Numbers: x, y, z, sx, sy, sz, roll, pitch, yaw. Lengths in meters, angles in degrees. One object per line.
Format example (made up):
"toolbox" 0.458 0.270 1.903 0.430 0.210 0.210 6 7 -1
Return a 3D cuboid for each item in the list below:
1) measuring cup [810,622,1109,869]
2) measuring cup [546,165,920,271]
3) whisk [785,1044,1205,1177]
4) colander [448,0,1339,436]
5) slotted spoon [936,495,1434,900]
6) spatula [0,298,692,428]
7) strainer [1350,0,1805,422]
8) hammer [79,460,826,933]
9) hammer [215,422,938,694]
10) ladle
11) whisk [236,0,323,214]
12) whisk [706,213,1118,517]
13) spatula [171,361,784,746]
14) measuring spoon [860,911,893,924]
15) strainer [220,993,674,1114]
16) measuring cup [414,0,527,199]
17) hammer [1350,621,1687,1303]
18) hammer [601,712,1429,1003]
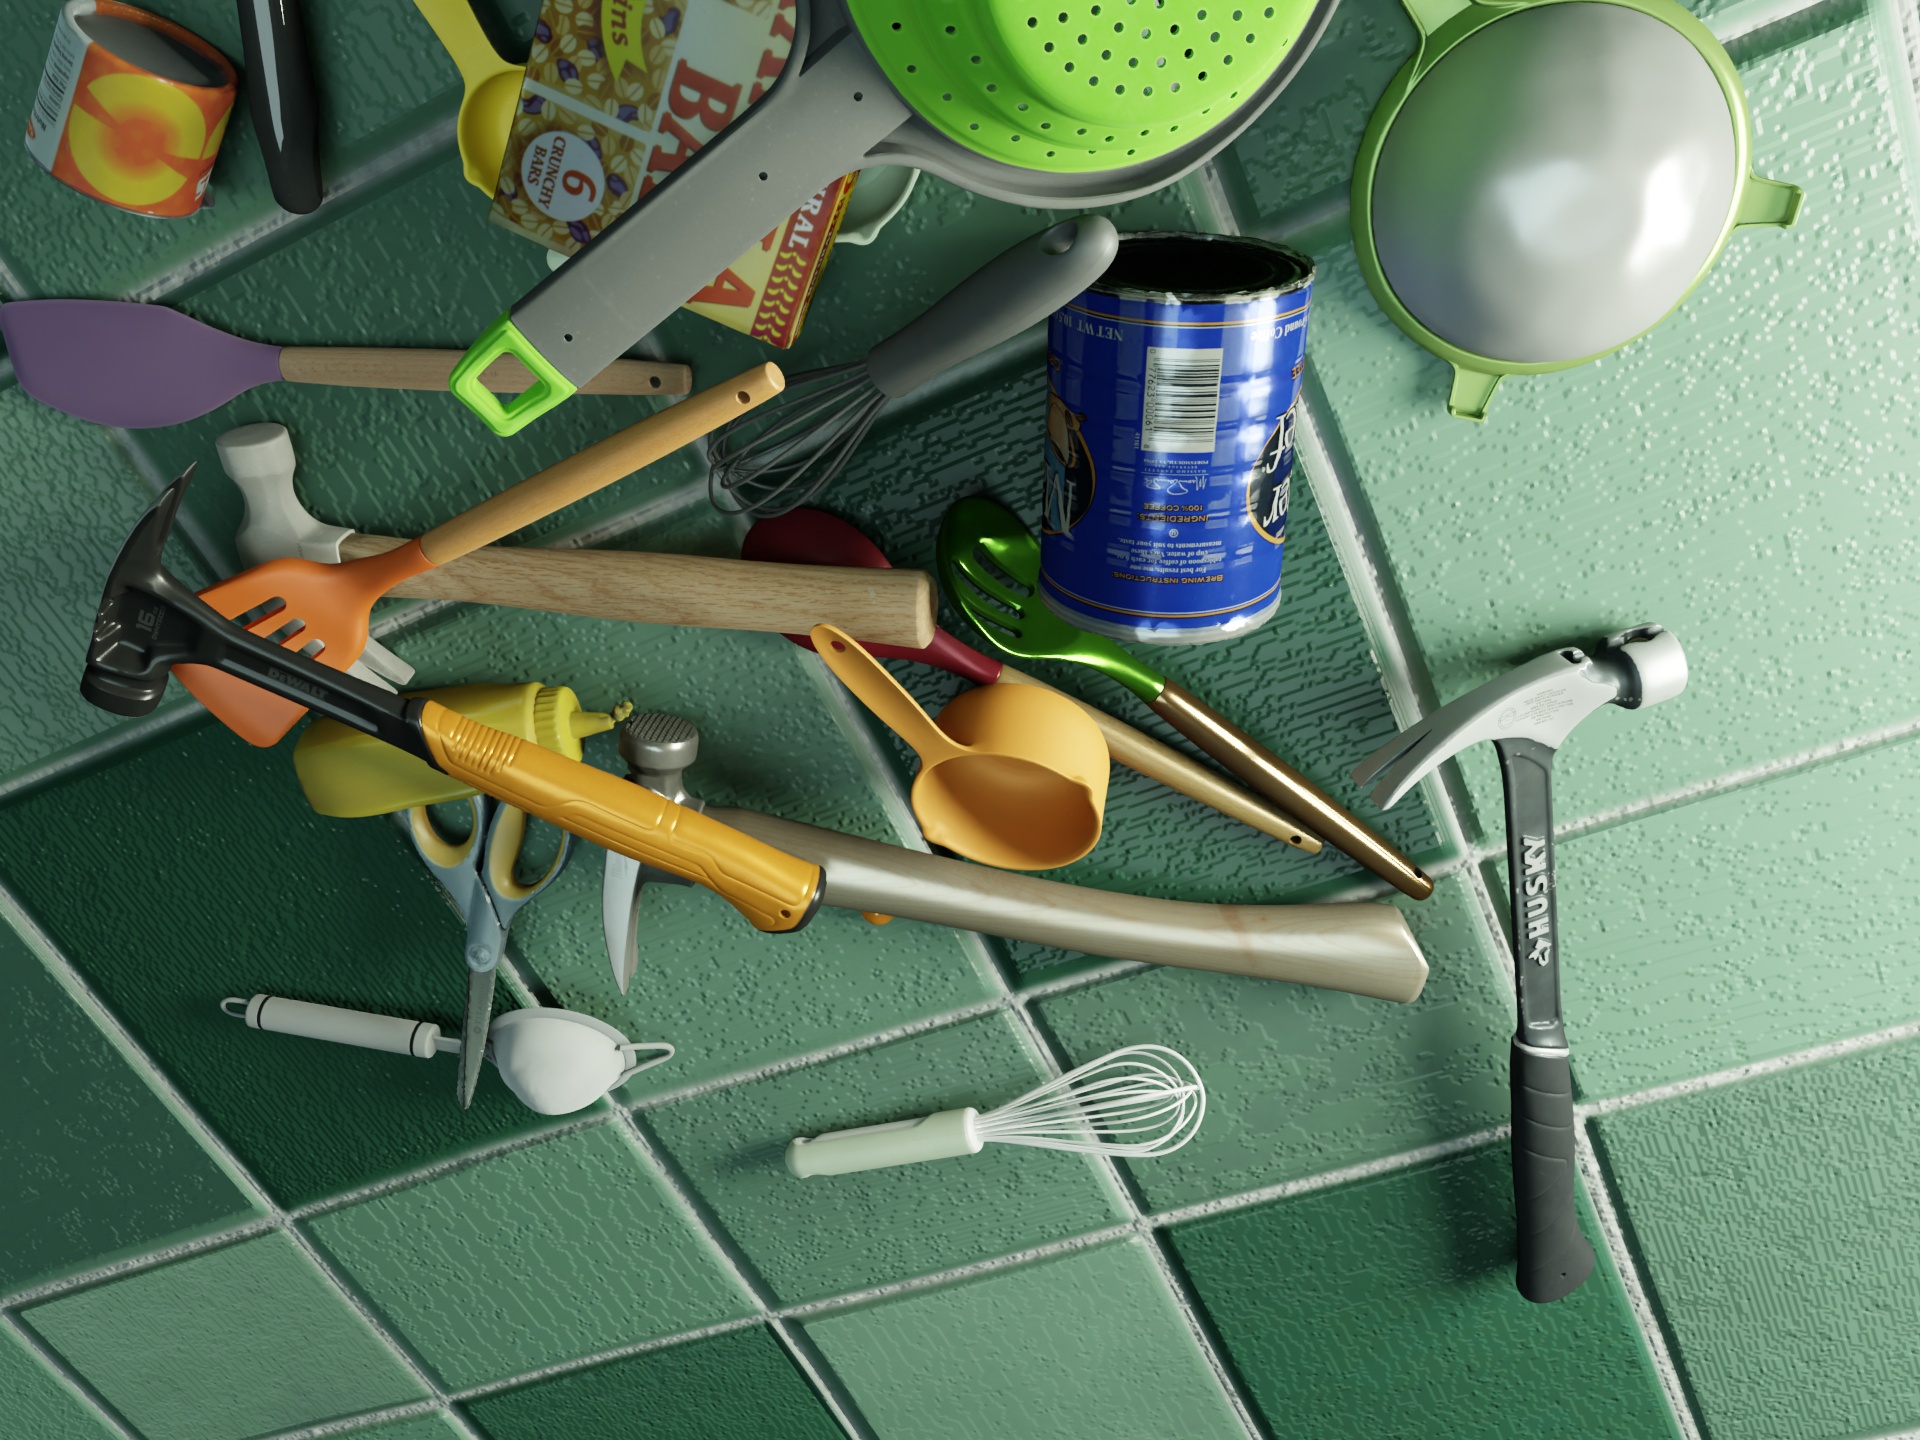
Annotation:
"measuring cup" -0.001 -0.002 0.710 0.095 0.052 0.173 -21 128 37
"measuring cup" -0.091 -0.218 0.641 0.167 0.038 0.083 -17 115 18
"whisk" 0.015 0.224 0.877 0.246 0.057 0.059 -14 83 17
"colander" -0.016 -0.207 0.517 0.397 0.095 0.204 -35 125 13
"slotted spoon" 0.108 0.002 0.738 0.313 0.070 0.031 34 140 -19
"spatula" -0.274 -0.155 0.706 0.316 0.018 0.059 3 121 6
"strainer" 0.195 -0.233 0.581 0.151 0.069 0.256 -32 113 22
"hammer" -0.210 0.011 0.711 0.336 0.034 0.127 26 126 -16
"hammer" -0.173 -0.060 0.720 0.331 0.031 0.130 6 123 12
"ladle" 0.038 -0.008 0.751 0.315 0.031 0.069 27 123 -11
"whisk" -0.265 -0.333 0.583 0.073 0.073 0.295 7 125 2
"whisk" -0.029 -0.137 0.631 0.239 0.055 0.055 -21 118 44
"spatula" -0.210 -0.076 0.677 0.322 0.041 0.081 -21 120 24
"measuring spoon" -0.088 0.081 0.822 0.117 0.011 0.021 23 119 -7
"strainer" -0.292 0.183 0.889 0.258 0.050 0.086 9 134 5
"measuring cup" -0.194 -0.276 0.625 0.062 0.029 0.156 -23 112 18
"hammer" 0.284 0.150 0.792 0.149 0.036 0.408 -18 121 -6
"hammer" 0.026 0.101 0.799 0.410 0.038 0.146 10 111 -1
